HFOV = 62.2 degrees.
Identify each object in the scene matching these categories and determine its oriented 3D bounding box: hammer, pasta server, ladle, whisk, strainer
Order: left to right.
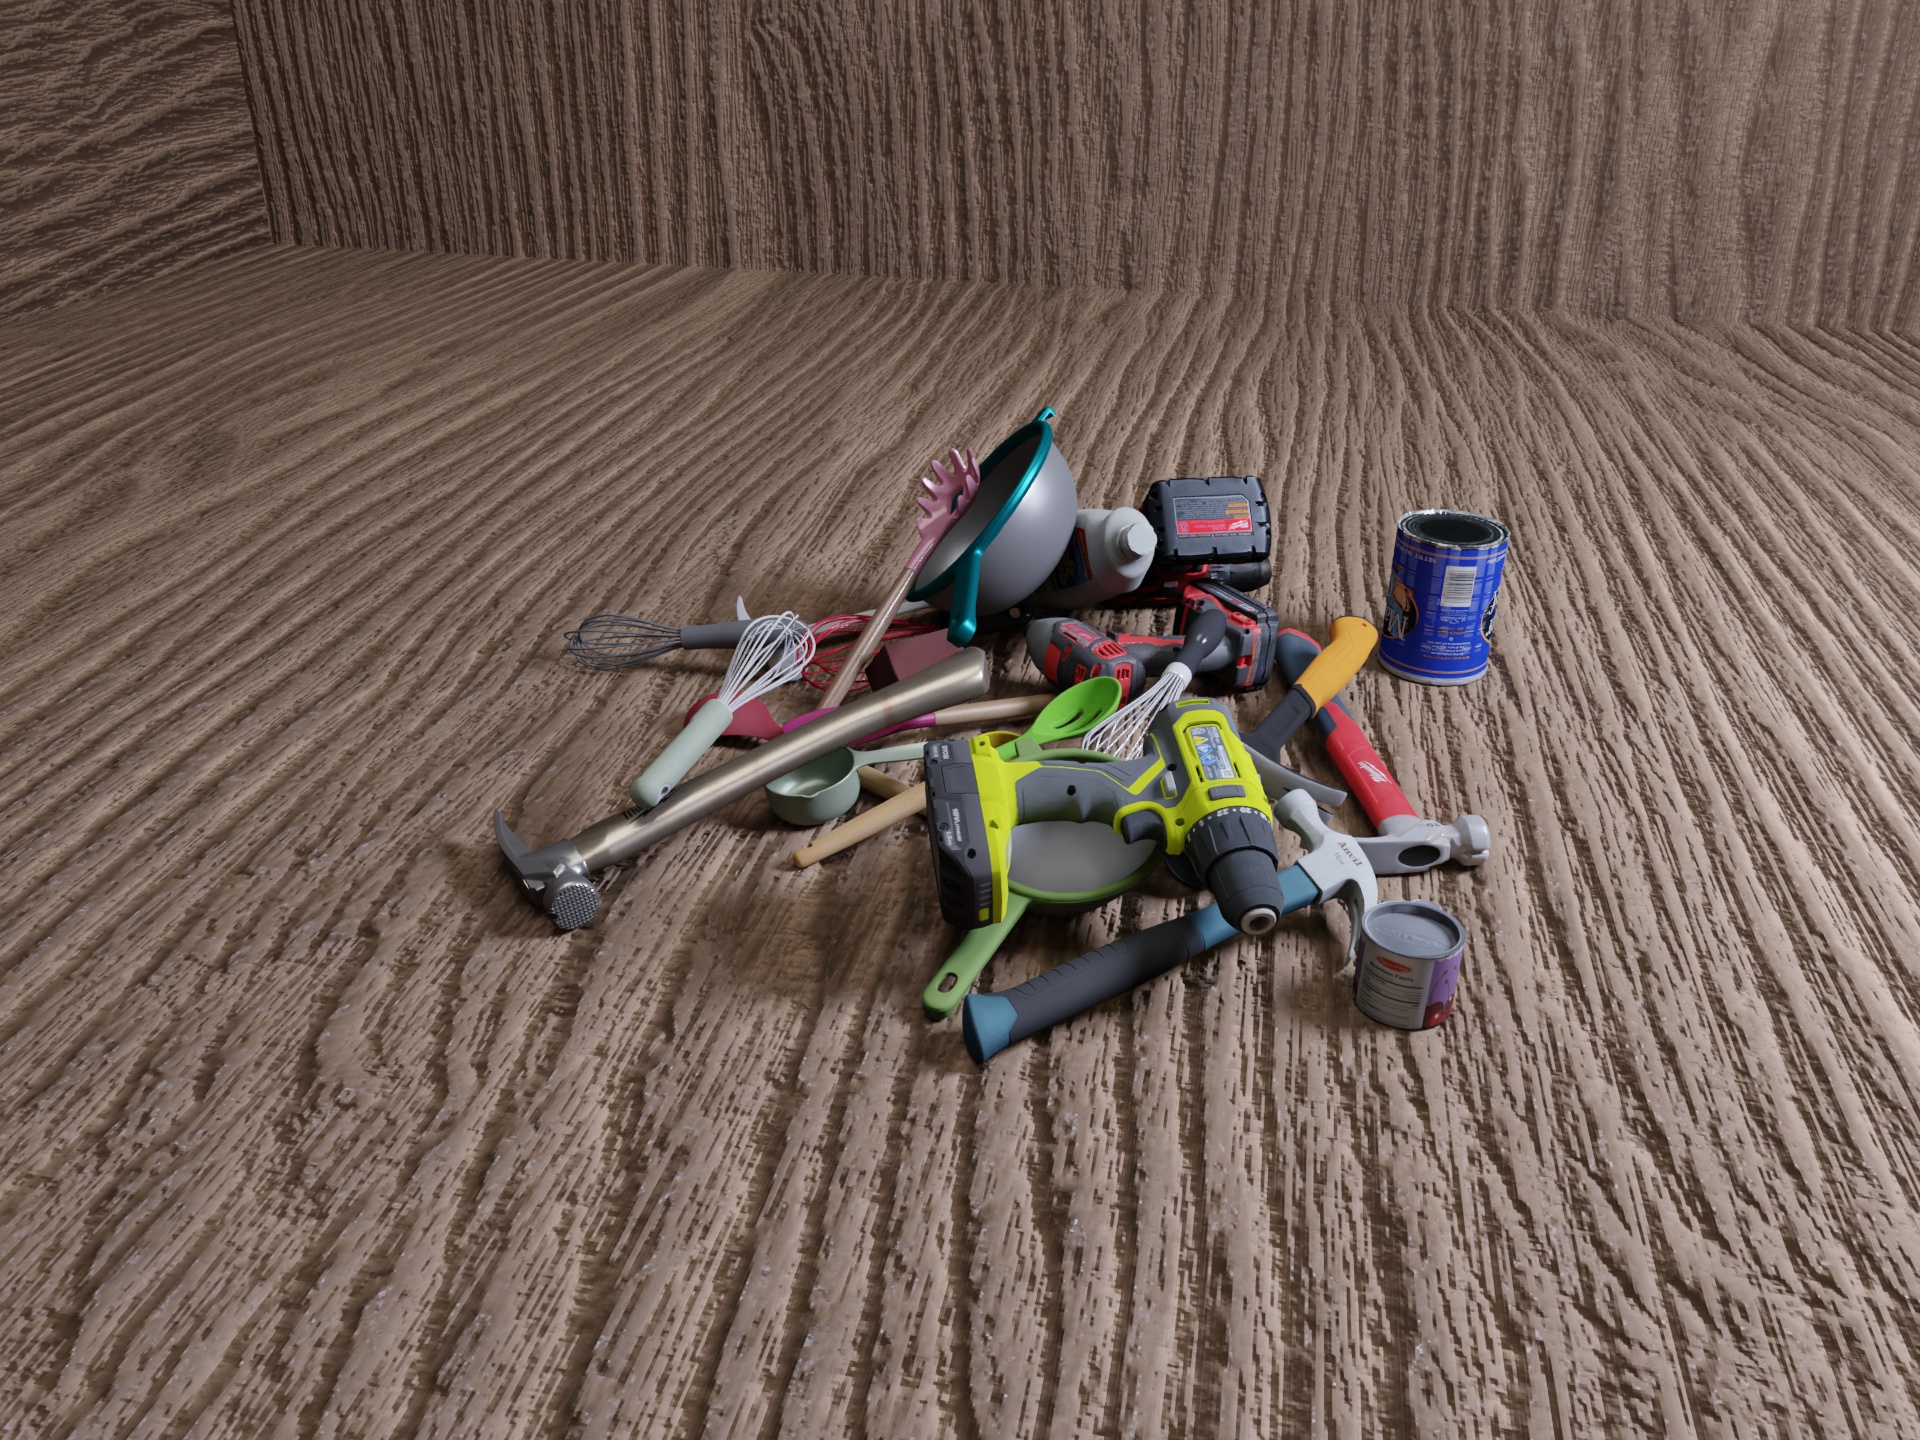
[{"bbox_3d":[-0.257,-0.079,1.485,0.239,0.055,0.055,-3,26,11],"label":"whisk"},{"bbox_3d":[-0.185,-0.012,1.241,0.059,0.057,0.246,29,44,6],"label":"whisk"},{"bbox_3d":[-0.156,0.030,1.238,0.410,0.038,0.146,-26,34,-25],"label":"hammer"},{"bbox_3d":[-0.116,0.032,1.327,0.316,0.031,0.069,23,42,33],"label":"ladle"},{"bbox_3d":[-0.062,-0.117,1.435,0.060,0.040,0.316,6,57,44],"label":"pasta server"},{"bbox_3d":[-0.038,-0.081,1.520,0.295,0.073,0.073,-16,31,-40],"label":"whisk"},{"bbox_3d":[-0.039,-0.123,1.622,0.405,0.035,0.144,-16,32,-30],"label":"hammer"},{"bbox_3d":[0.040,-0.139,1.447,0.095,0.211,0.341,37,28,-18],"label":"strainer"},{"bbox_3d":[0.050,0.127,1.119,0.151,0.069,0.256,20,50,25],"label":"strainer"},{"bbox_3d":[0.166,-0.017,1.303,0.070,0.070,0.285,13,37,23],"label":"whisk"},{"bbox_3d":[0.143,0.147,1.065,0.331,0.033,0.128,-19,54,-25],"label":"hammer"},{"bbox_3d":[0.298,-0.019,1.322,0.127,0.034,0.337,32,32,14],"label":"hammer"},{"bbox_3d":[0.311,0.015,1.357,0.143,0.038,0.387,-3,27,-4],"label":"hammer"}]

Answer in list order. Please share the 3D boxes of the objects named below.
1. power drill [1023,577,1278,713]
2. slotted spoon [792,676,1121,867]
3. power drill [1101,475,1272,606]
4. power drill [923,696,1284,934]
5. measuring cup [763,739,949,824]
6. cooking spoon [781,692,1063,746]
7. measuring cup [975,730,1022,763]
[{"bbox_3d":[0.170,-0.069,1.457,0.219,0.078,0.143,-11,29,-30],"label":"power drill"},{"bbox_3d":[0.003,0.042,1.258,0.314,0.031,0.070,-27,26,-25],"label":"slotted spoon"},{"bbox_3d":[0.241,-0.167,1.578,0.188,0.080,0.226,-3,-11,-8],"label":"power drill"},{"bbox_3d":[0.096,0.073,1.066,0.228,0.080,0.191,-6,42,-4],"label":"power drill"},{"bbox_3d":[-0.073,0.045,1.264,0.167,0.038,0.083,-9,32,-2],"label":"measuring cup"},{"bbox_3d":[-0.002,-0.004,1.380,0.318,0.017,0.069,-8,29,-27],"label":"cooking spoon"},{"bbox_3d":[0.032,0.067,1.272,0.062,0.029,0.157,-2,39,2],"label":"measuring cup"}]
